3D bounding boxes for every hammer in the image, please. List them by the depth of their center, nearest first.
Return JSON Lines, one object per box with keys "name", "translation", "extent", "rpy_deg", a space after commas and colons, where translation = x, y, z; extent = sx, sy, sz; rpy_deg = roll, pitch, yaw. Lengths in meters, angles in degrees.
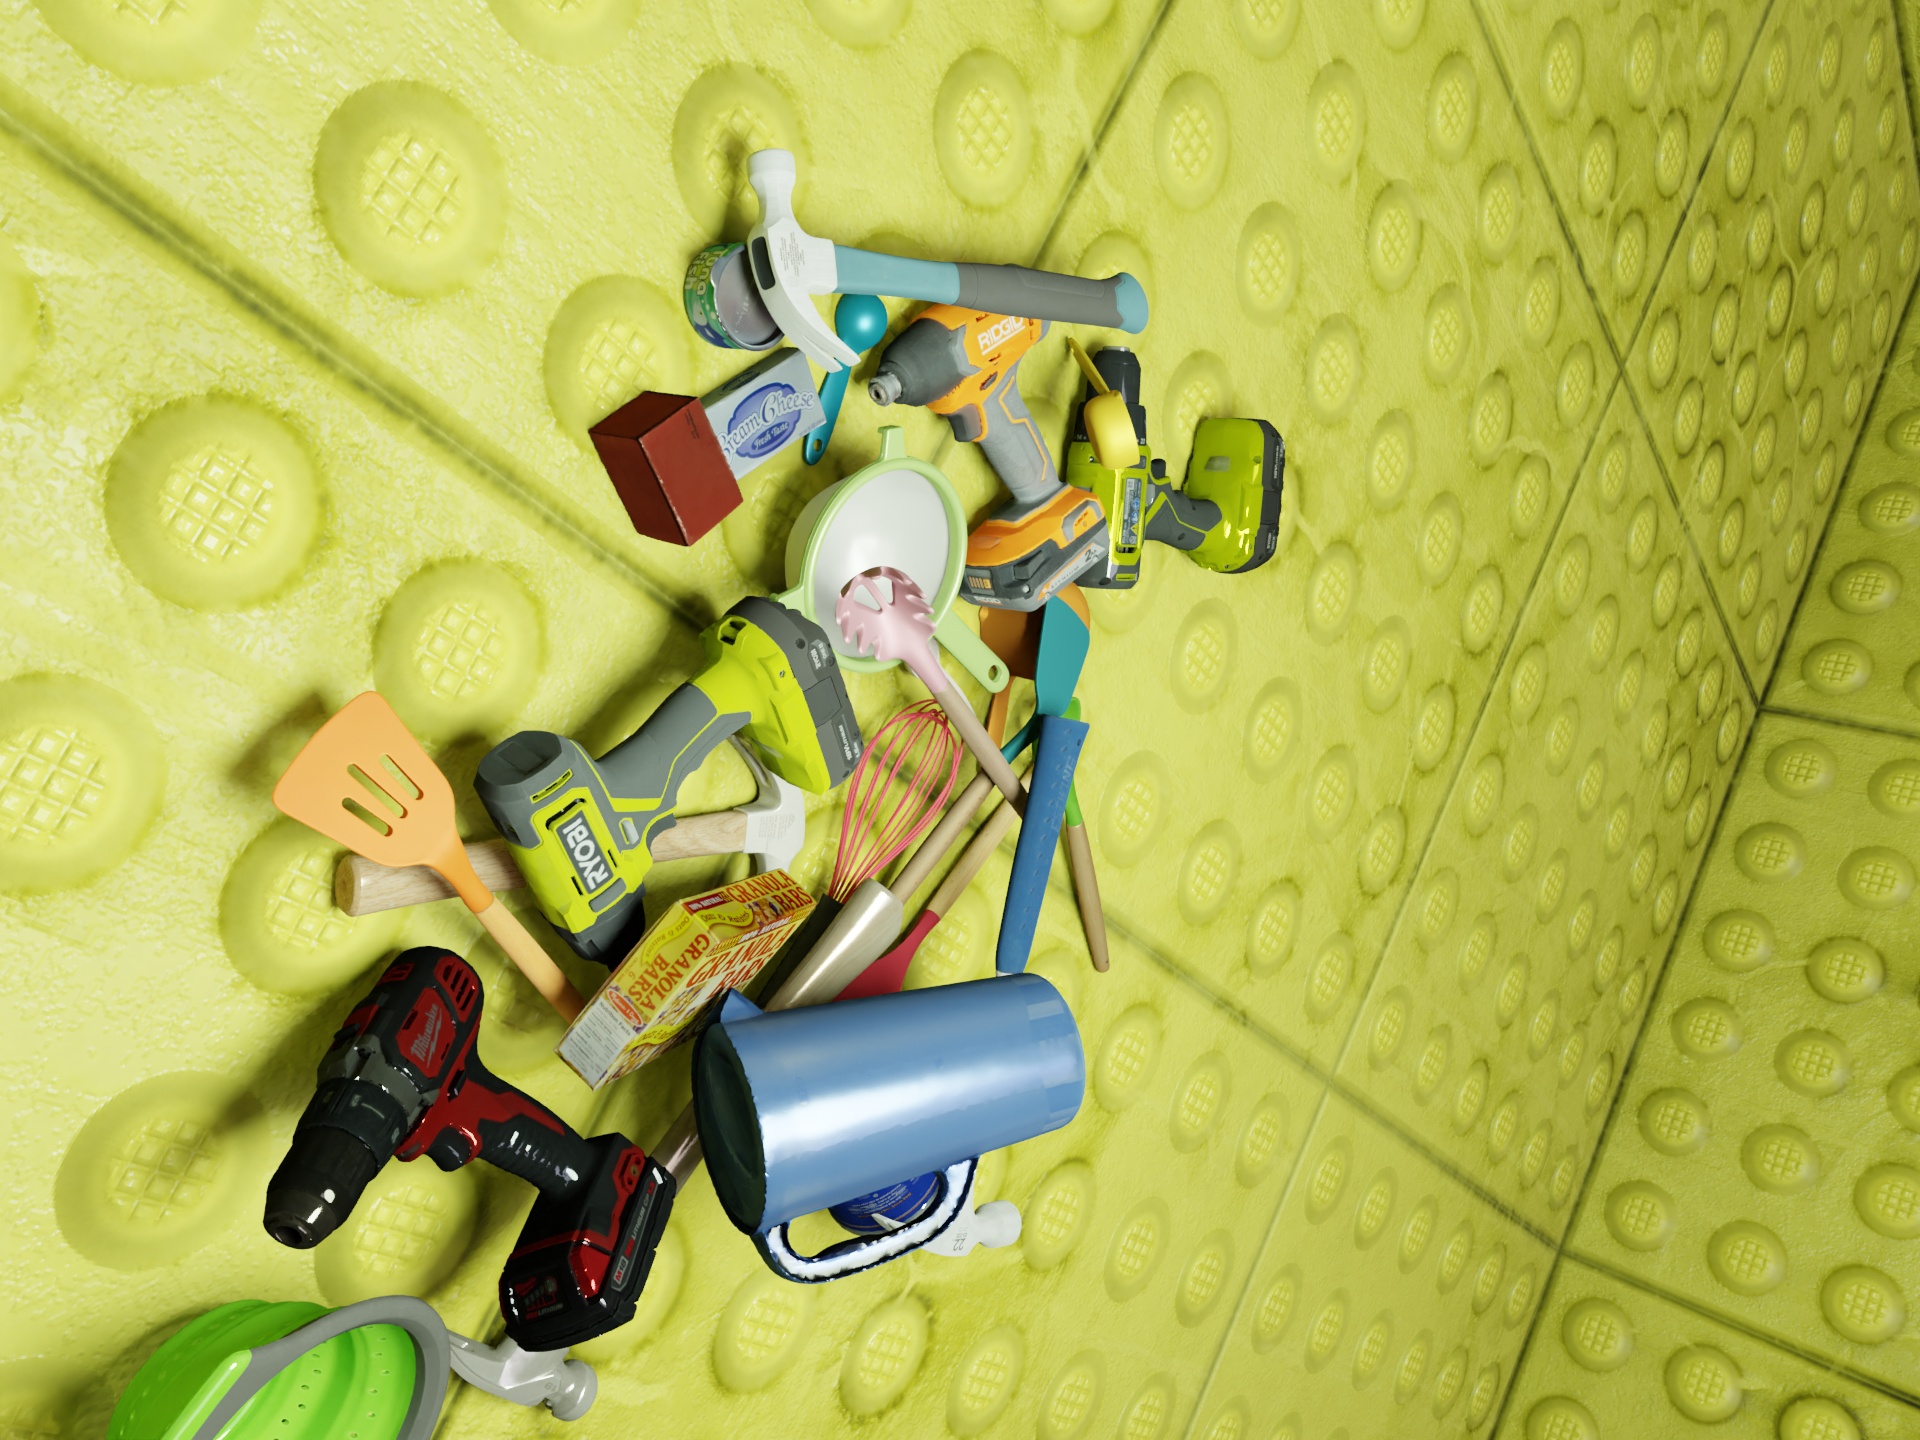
{"name": "hammer", "translation": [-0.229, 0.080, 1.004], "extent": [0.331, 0.031, 0.130], "rpy_deg": [-5, 105, -47]}
{"name": "hammer", "translation": [0.004, -0.294, 1.068], "extent": [0.331, 0.033, 0.128], "rpy_deg": [-6, 91, -40]}
{"name": "hammer", "translation": [-0.182, 0.271, 1.070], "extent": [0.411, 0.038, 0.146], "rpy_deg": [-52, 133, -13]}
{"name": "hammer", "translation": [0.031, 0.195, 1.171], "extent": [0.144, 0.035, 0.405], "rpy_deg": [12, 90, -50]}

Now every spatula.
{"name": "spatula", "translation": [-0.273, 0.117, 0.927], "extent": [0.081, 0.041, 0.322], "rpy_deg": [-58, 144, -30]}
{"name": "spatula", "translation": [0.004, 0.051, 1.213], "extent": [0.317, 0.044, 0.082], "rpy_deg": [-53, 146, 0]}

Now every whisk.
{"name": "whisk", "translation": [-0.081, 0.114, 1.160], "extent": [0.073, 0.073, 0.296], "rpy_deg": [37, 78, -46]}

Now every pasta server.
{"name": "pasta server", "translation": [-0.002, -0.004, 1.121], "extent": [0.060, 0.040, 0.315], "rpy_deg": [-30, 134, 6]}

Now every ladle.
{"name": "ladle", "translation": [-0.008, 0.136, 1.269], "extent": [0.315, 0.031, 0.069], "rpy_deg": [-52, 142, -26]}

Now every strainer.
{"name": "strainer", "translation": [-0.045, -0.091, 1.131], "extent": [0.151, 0.069, 0.256], "rpy_deg": [-59, 142, -9]}

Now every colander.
{"name": "colander", "translation": [-0.367, 0.424, 0.926], "extent": [0.204, 0.094, 0.396], "rpy_deg": [-57, 154, -19]}

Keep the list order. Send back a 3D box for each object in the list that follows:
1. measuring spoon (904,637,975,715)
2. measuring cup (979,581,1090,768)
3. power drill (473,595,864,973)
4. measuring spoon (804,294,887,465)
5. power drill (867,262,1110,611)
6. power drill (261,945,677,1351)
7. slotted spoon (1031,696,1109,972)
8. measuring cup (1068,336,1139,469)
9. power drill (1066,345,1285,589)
{"name": "measuring spoon", "translation": [-0.016, -0.025, 1.225], "extent": [0.034, 0.018, 0.124], "rpy_deg": [-61, 144, -22]}
{"name": "measuring cup", "translation": [0.055, -0.033, 1.265], "extent": [0.095, 0.052, 0.173], "rpy_deg": [11, 91, -49]}
{"name": "power drill", "translation": [-0.171, 0.039, 0.977], "extent": [0.223, 0.080, 0.171], "rpy_deg": [-40, 133, -28]}
{"name": "measuring spoon", "translation": [-0.077, -0.233, 1.084], "extent": [0.042, 0.021, 0.128], "rpy_deg": [24, 82, -48]}
{"name": "power drill", "translation": [0.018, -0.196, 1.161], "extent": [0.164, 0.084, 0.226], "rpy_deg": [-39, 123, -33]}
{"name": "power drill", "translation": [-0.274, 0.259, 0.891], "extent": [0.226, 0.080, 0.188], "rpy_deg": [54, 26, -24]}
{"name": "slotted spoon", "translation": [0.100, 0.106, 1.362], "extent": [0.070, 0.031, 0.313], "rpy_deg": [-49, 139, -37]}
{"name": "measuring cup", "translation": [0.097, -0.245, 1.205], "extent": [0.029, 0.157, 0.062], "rpy_deg": [-20, 135, -1]}
{"name": "power drill", "translation": [0.174, -0.207, 1.331], "extent": [0.228, 0.080, 0.190], "rpy_deg": [-5, 102, -45]}
